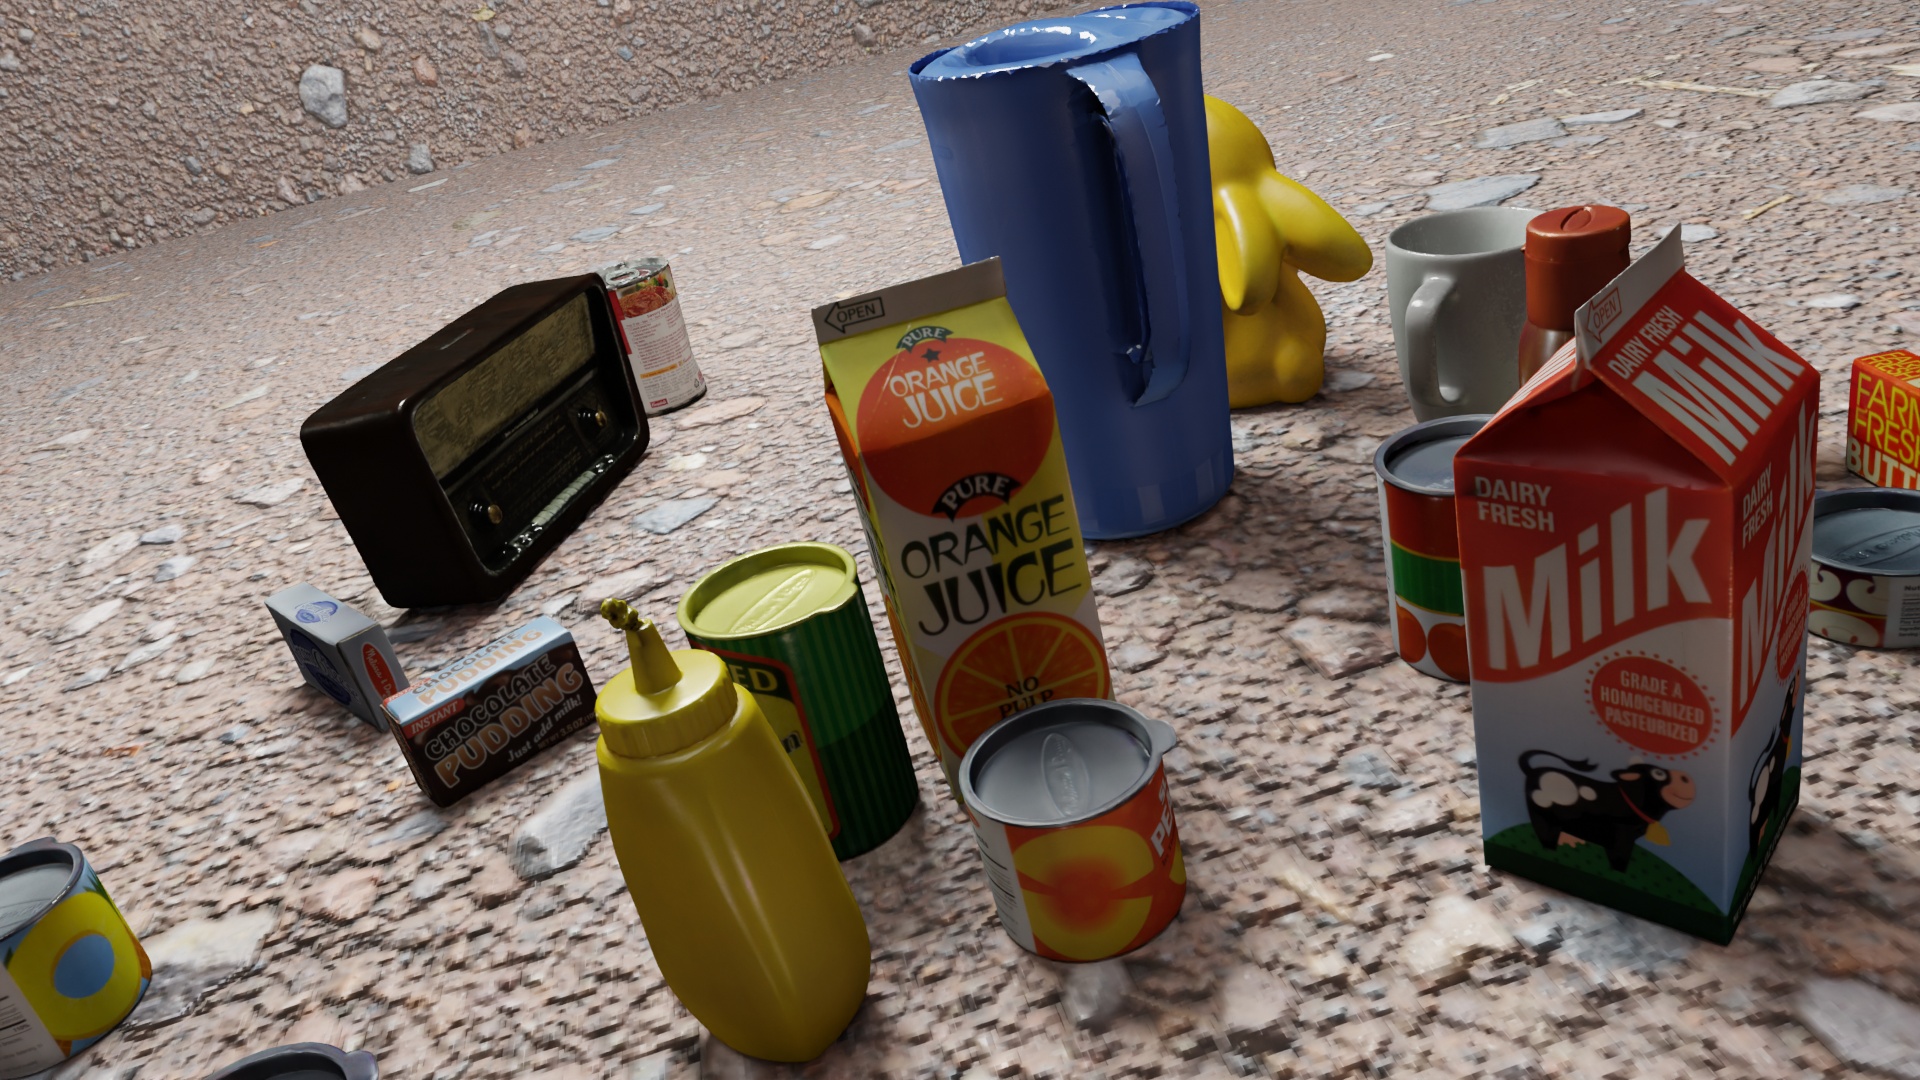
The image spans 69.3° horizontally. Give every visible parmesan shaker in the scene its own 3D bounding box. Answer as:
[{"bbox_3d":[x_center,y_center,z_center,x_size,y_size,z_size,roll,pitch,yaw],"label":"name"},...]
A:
[{"bbox_3d":[-0.056,0.061,0.517,0.071,0.102,0.071,-11,26,6],"label":"parmesan shaker"}]

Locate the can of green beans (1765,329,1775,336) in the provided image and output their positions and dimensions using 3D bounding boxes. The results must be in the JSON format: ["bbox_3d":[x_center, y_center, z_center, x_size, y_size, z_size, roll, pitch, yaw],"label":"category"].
[{"bbox_3d":[0.324,-0.057,0.617,0.071,0.057,0.071,-11,26,6],"label":"can of green beans"}]

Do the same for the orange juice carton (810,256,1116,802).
[{"bbox_3d":[0.002,-0.007,0.522,0.072,0.191,0.073,-18,26,-8],"label":"orange juice carton"}]

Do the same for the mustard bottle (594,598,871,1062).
[{"bbox_3d":[-0.074,0.084,0.417,0.065,0.159,0.049,4,31,33],"label":"mustard bottle"}]

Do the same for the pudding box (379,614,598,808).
[{"bbox_3d":[-0.209,0.075,0.624,0.084,0.049,0.030,-31,31,-31],"label":"pudding box"}]

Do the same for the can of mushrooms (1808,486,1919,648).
[{"bbox_3d":[0.336,0.008,0.510,0.071,0.033,0.071,-11,26,6],"label":"can of mushrooms"}]

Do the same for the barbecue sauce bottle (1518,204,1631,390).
[{"bbox_3d":[0.246,-0.056,0.551,0.043,0.148,0.065,6,32,35],"label":"barbecue sauce bottle"}]

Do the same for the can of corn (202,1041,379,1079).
[{"bbox_3d":[-0.186,0.185,0.387,0.071,0.058,0.071,-11,26,6],"label":"can of corn"}]

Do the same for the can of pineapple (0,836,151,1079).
[{"bbox_3d":[-0.350,0.156,0.523,0.071,0.057,0.071,-11,26,6],"label":"can of pineapple"}]

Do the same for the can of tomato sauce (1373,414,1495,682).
[{"bbox_3d":[0.198,0.003,0.531,0.071,0.082,0.071,-11,26,6],"label":"can of tomato sauce"}]

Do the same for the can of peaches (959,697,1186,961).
[{"bbox_3d":[0.040,0.094,0.457,0.071,0.057,0.071,-11,26,6],"label":"can of peaches"}]

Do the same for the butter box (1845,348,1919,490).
[{"bbox_3d":[0.392,-0.035,0.546,0.024,0.053,0.104,-13,26,1],"label":"butter box"}]

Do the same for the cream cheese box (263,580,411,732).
[{"bbox_3d":[-0.316,0.057,0.707,0.104,0.053,0.024,15,38,44],"label":"cream cheese box"}]

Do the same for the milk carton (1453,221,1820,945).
[{"bbox_3d":[0.193,0.012,0.395,0.073,0.189,0.073,12,36,43],"label":"milk carton"}]
